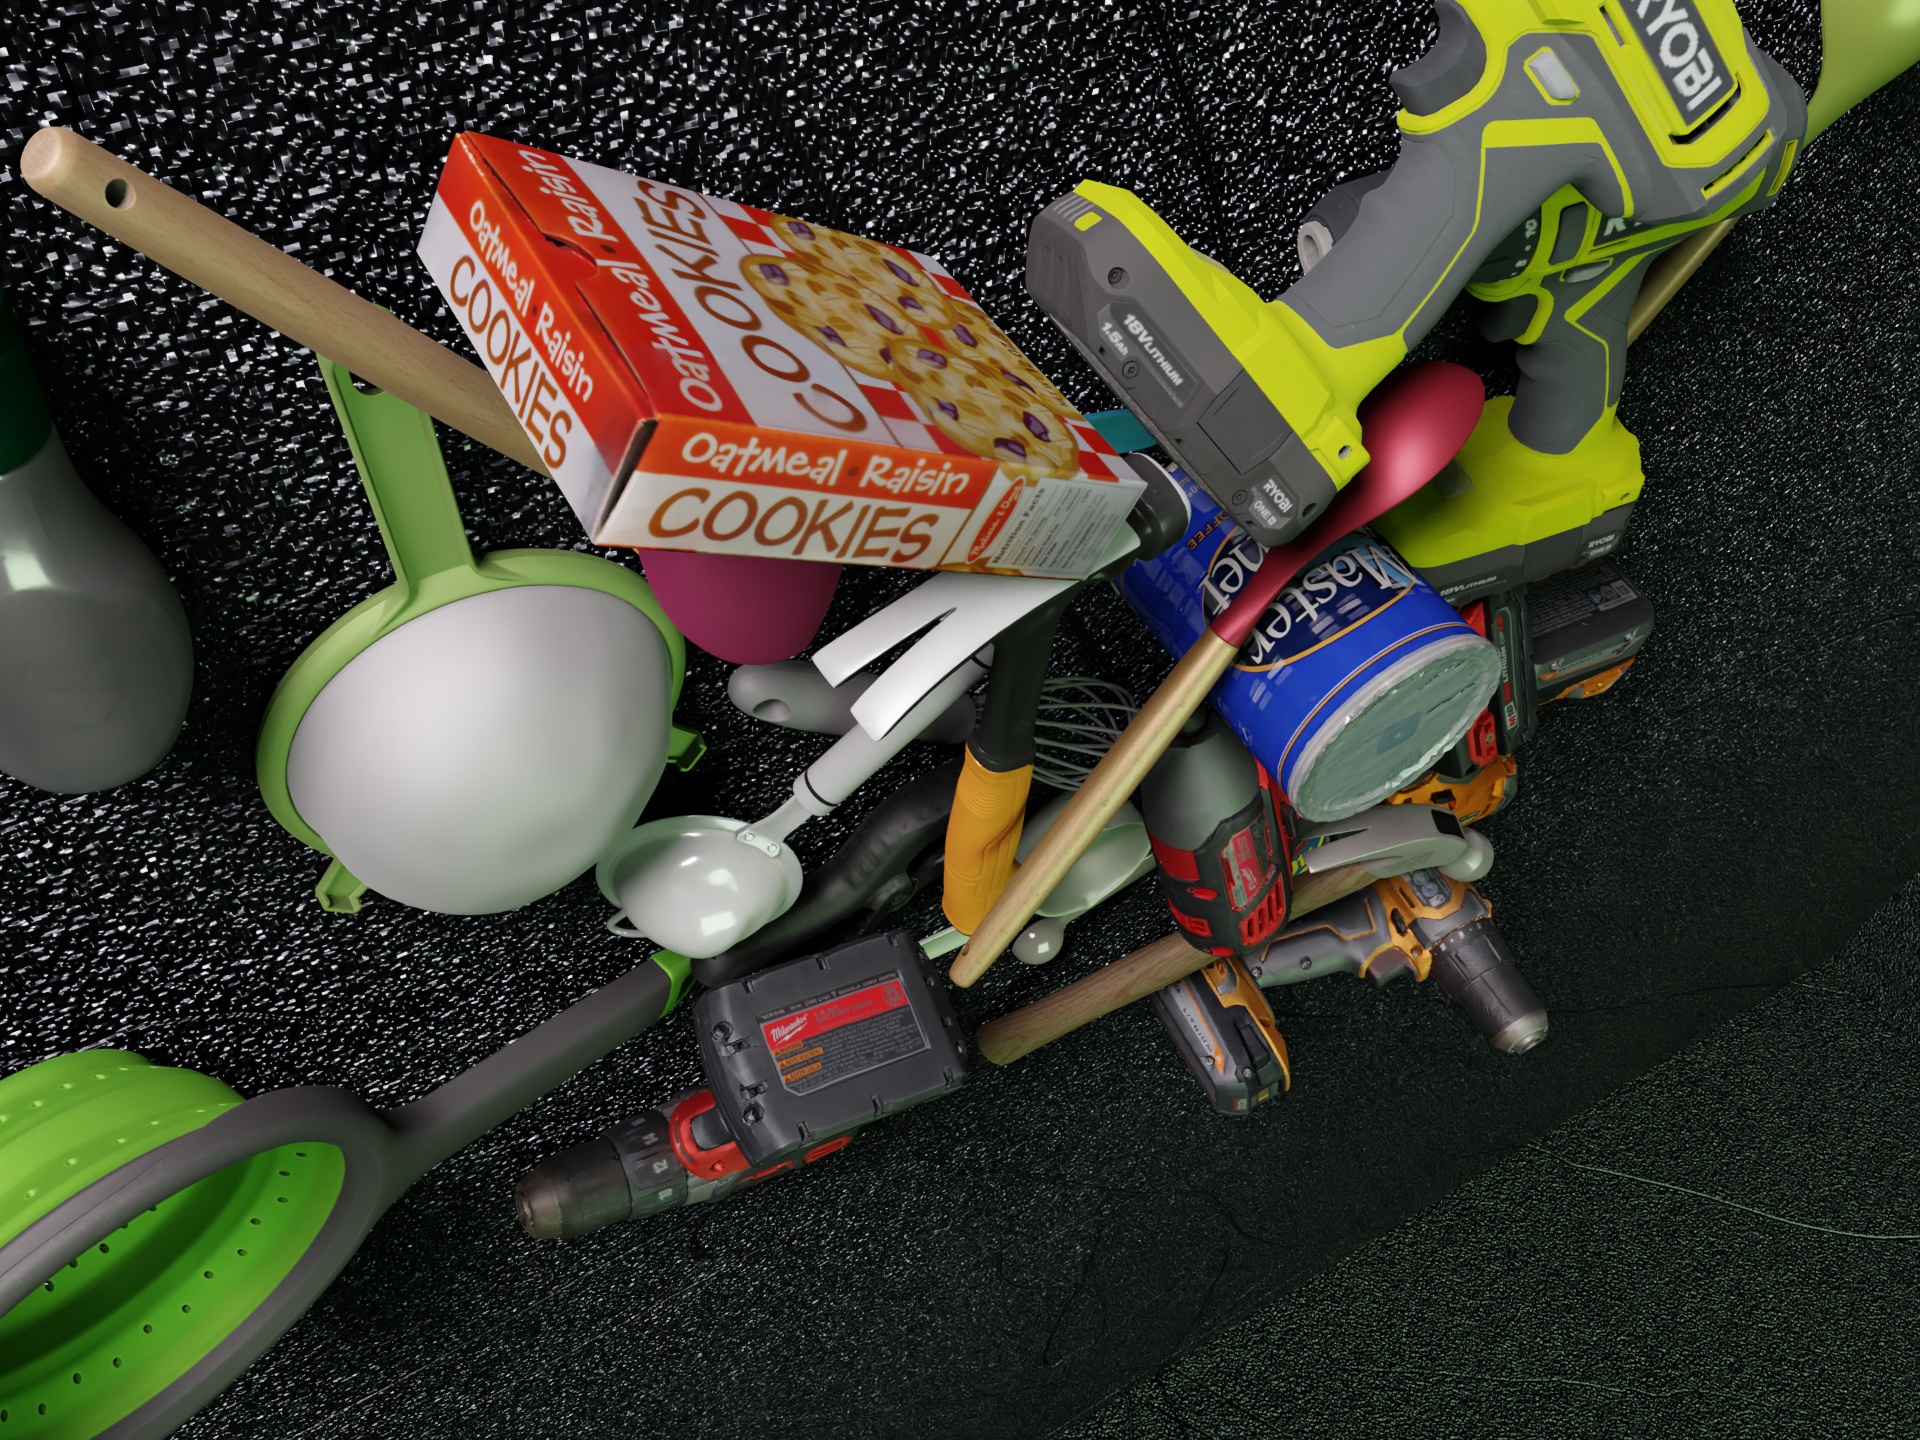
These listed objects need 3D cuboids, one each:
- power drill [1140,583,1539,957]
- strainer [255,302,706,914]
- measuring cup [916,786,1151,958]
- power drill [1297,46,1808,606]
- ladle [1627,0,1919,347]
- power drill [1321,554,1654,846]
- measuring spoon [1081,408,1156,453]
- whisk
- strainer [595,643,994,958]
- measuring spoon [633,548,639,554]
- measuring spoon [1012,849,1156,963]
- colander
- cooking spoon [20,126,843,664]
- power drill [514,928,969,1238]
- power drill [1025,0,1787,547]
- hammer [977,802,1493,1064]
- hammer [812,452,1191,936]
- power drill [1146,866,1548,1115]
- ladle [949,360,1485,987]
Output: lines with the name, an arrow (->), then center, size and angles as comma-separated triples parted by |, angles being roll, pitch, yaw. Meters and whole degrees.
power drill -> 0.181, 0.005, 0.786 | 0.219, 0.079, 0.143 | -34, 126, -20
strainer -> -0.150, -0.012, 0.499 | 0.151, 0.069, 0.256 | -24, 149, -19
measuring cup -> 0.023, 0.085, 0.841 | 0.167, 0.038, 0.083 | -24, 148, -15
power drill -> 0.224, -0.153, 0.662 | 0.190, 0.080, 0.228 | -19, 144, -8
ladle -> 0.319, -0.219, 0.716 | 0.078, 0.062, 0.320 | -12, 149, -36
power drill -> 0.295, 0.004, 0.956 | 0.164, 0.084, 0.226 | -19, 150, -25
measuring spoon -> 0.041, -0.114, 0.605 | 0.128, 0.021, 0.042 | -15, 144, -47
whisk -> 0.000, -0.002, 0.687 | 0.238, 0.055, 0.055 | 8, 129, -44
strainer -> -0.063, 0.034, 0.635 | 0.086, 0.050, 0.258 | 30, 122, -34
measuring spoon -> -0.110, -0.077, 0.511 | 0.021, 0.011, 0.116 | -34, 153, 0
measuring spoon -> 0.086, 0.110, 0.955 | 0.124, 0.018, 0.034 | -34, 150, -4
colander -> -0.266, 0.158, 0.625 | 0.397, 0.094, 0.204 | -30, 154, -46
cooking spoon -> -0.115, -0.077, 0.453 | 0.318, 0.017, 0.069 | 27, 85, -61
power drill -> -0.113, 0.193, 0.785 | 0.188, 0.080, 0.226 | -14, 160, -30
power drill -> 0.137, -0.181, 0.513 | 0.223, 0.080, 0.171 | -42, 119, 9
hammer -> 0.142, 0.132, 0.941 | 0.331, 0.031, 0.130 | -32, 147, 28
hammer -> 0.009, 0.025, 0.629 | 0.127, 0.034, 0.336 | -34, 161, -17
power drill -> 0.255, 0.177, 1.056 | 0.226, 0.186, 0.084 | -28, 151, -6
ladle -> 0.088, -0.012, 0.623 | 0.031, 0.069, 0.315 | 28, 109, -26
